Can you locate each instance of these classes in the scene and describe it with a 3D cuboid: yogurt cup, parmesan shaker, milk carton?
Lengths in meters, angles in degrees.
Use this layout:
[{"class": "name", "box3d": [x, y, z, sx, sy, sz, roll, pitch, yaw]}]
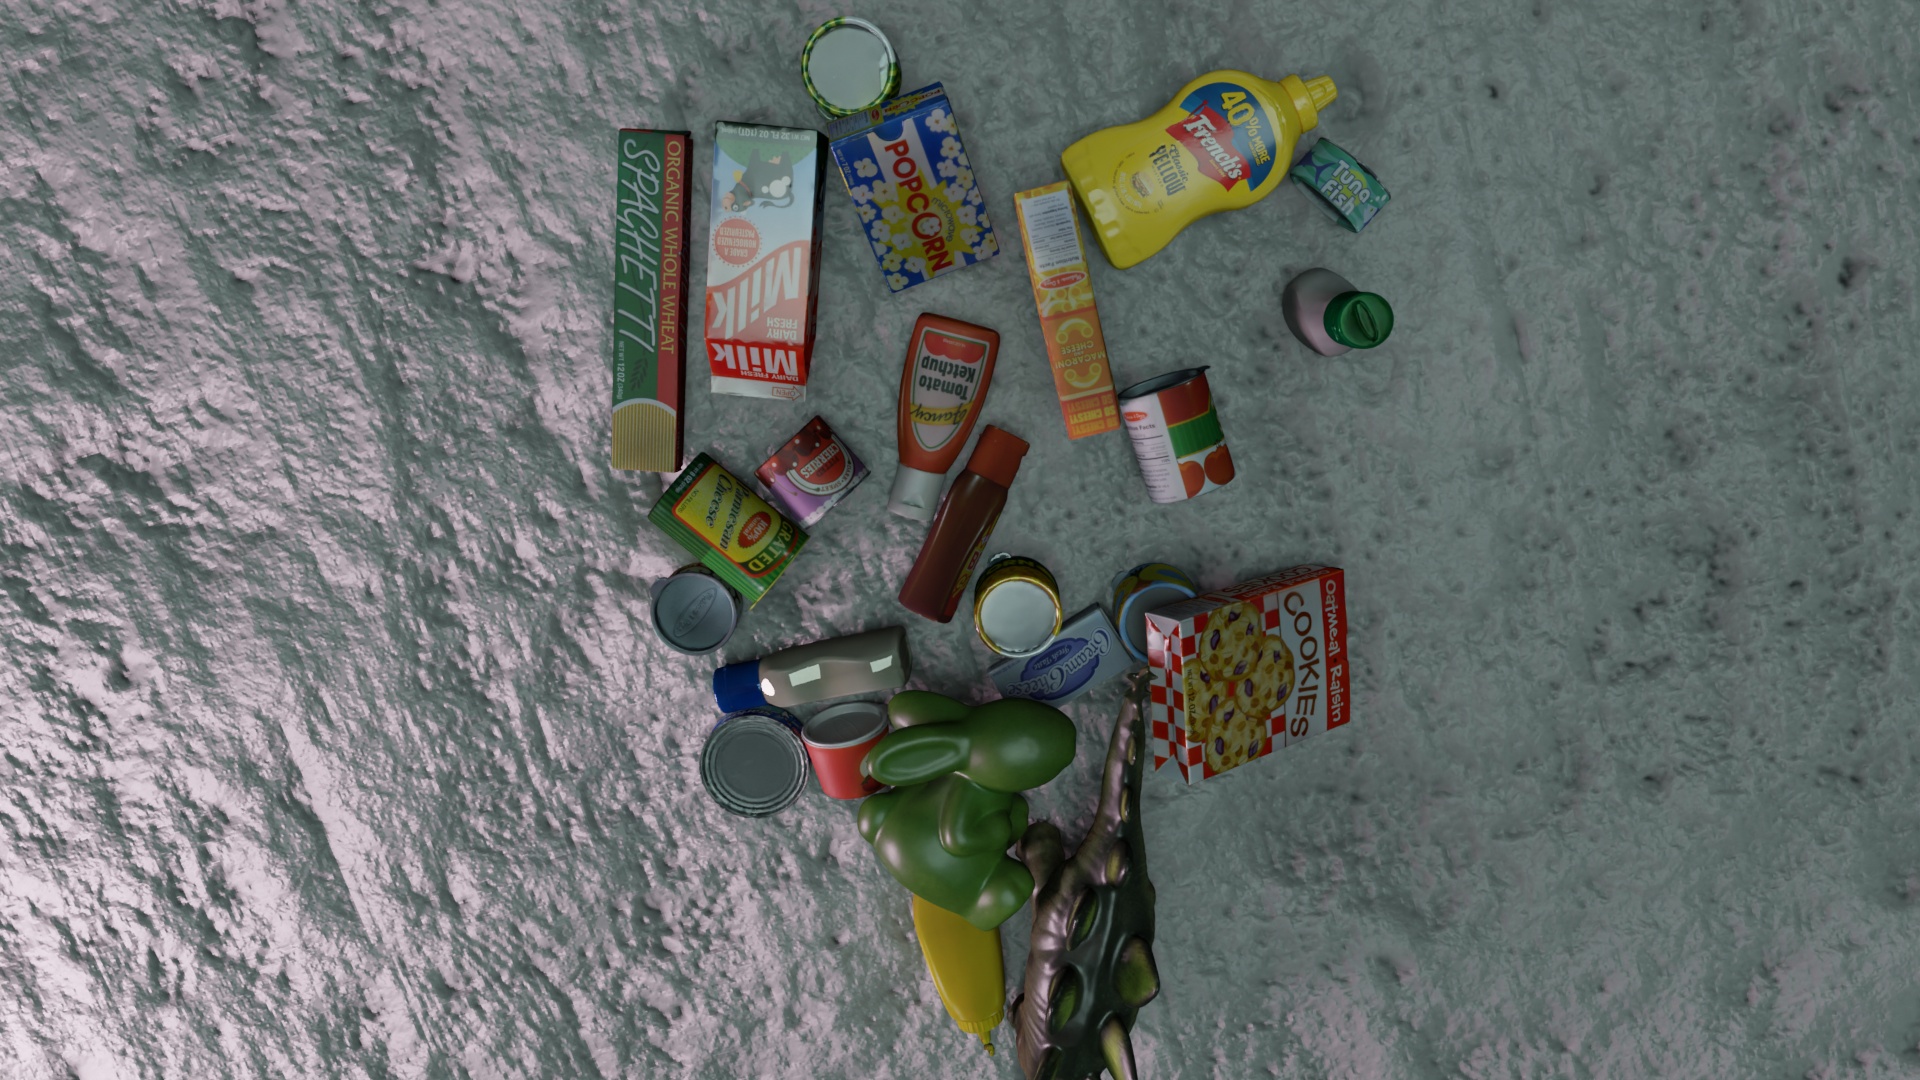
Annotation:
[{"class": "yogurt cup", "box3d": [-0.084, 0.163, 1.070, 0.072, 0.072, 0.053, -9, 110, 3]}, {"class": "parmesan shaker", "box3d": [-0.174, -0.008, 1.032, 0.103, 0.071, 0.071, 39, 100, -7]}, {"class": "milk carton", "box3d": [-0.138, -0.196, 0.990, 0.072, 0.073, 0.190, 6, 102, -1]}]

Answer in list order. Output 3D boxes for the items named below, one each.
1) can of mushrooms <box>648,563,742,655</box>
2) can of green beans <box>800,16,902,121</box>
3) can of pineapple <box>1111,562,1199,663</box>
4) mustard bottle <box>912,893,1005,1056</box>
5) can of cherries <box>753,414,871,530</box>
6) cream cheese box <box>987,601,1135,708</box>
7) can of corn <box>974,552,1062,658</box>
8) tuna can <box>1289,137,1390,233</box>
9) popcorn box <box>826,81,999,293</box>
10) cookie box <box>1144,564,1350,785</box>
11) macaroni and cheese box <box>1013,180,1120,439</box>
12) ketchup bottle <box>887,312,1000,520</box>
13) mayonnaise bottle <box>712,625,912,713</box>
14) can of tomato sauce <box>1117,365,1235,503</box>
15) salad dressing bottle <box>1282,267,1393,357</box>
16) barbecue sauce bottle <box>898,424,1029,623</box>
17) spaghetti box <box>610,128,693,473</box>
[{"class": "can of mushrooms", "box3d": [-0.203, 0.051, 1.063, 0.071, 0.033, 0.071, 0, 103, 1]}, {"class": "can of green beans", "box3d": [-0.076, -0.327, 0.969, 0.071, 0.058, 0.071, 0, 102, 1]}, {"class": "can of pineapple", "box3d": [0.148, 0.055, 1.046, 0.071, 0.058, 0.070, 0, 102, 1]}, {"class": "mustard bottle", "box3d": [0.005, 0.341, 1.113, 0.065, 0.049, 0.159, -11, 102, 4]}, {"class": "can of cherries", "box3d": [-0.108, -0.051, 1.021, 0.071, 0.071, 0.058, -40, 98, 9]}, {"class": "cream cheese box", "box3d": [0.077, 0.096, 1.073, 0.104, 0.024, 0.053, -31, 100, 7]}, {"class": "can of corn", "box3d": [0.042, 0.048, 1.046, 0.071, 0.058, 0.071, 0, 102, 1]}, {"class": "tuna can", "box3d": [0.266, -0.248, 0.974, 0.071, 0.071, 0.032, 40, 101, -7]}, {"class": "popcorn box", "box3d": [-0.031, -0.244, 0.969, 0.085, 0.038, 0.126, -19, 131, 6]}, {"class": "cookie box", "box3d": [0.215, 0.095, 1.020, 0.168, 0.040, 0.122, -13, 105, -31]}, {"class": "macaroni and cheese box", "box3d": [0.074, -0.163, 0.968, 0.040, 0.124, 0.166, -13, 102, 5]}, {"class": "ketchup bottle", "box3d": [-0.018, -0.090, 1.026, 0.065, 0.043, 0.148, 15, 102, -2]}, {"class": "mayonnaise bottle", "box3d": [-0.113, 0.101, 1.060, 0.148, 0.065, 0.041, -12, 106, 8]}, {"class": "can of tomato sauce", "box3d": [0.160, -0.077, 1.015, 0.071, 0.071, 0.083, -18, 102, 5]}, {"class": "salad dressing bottle", "box3d": [0.259, -0.155, 0.954, 0.044, 0.148, 0.064, -26, 101, 6]}, {"class": "barbecue sauce bottle", "box3d": [0.004, -0.013, 1.034, 0.044, 0.065, 0.148, 26, 92, 4]}, {"class": "spaghetti box", "box3d": [-0.227, -0.174, 1.019, 0.050, 0.029, 0.249, 4, 102, -1]}]
